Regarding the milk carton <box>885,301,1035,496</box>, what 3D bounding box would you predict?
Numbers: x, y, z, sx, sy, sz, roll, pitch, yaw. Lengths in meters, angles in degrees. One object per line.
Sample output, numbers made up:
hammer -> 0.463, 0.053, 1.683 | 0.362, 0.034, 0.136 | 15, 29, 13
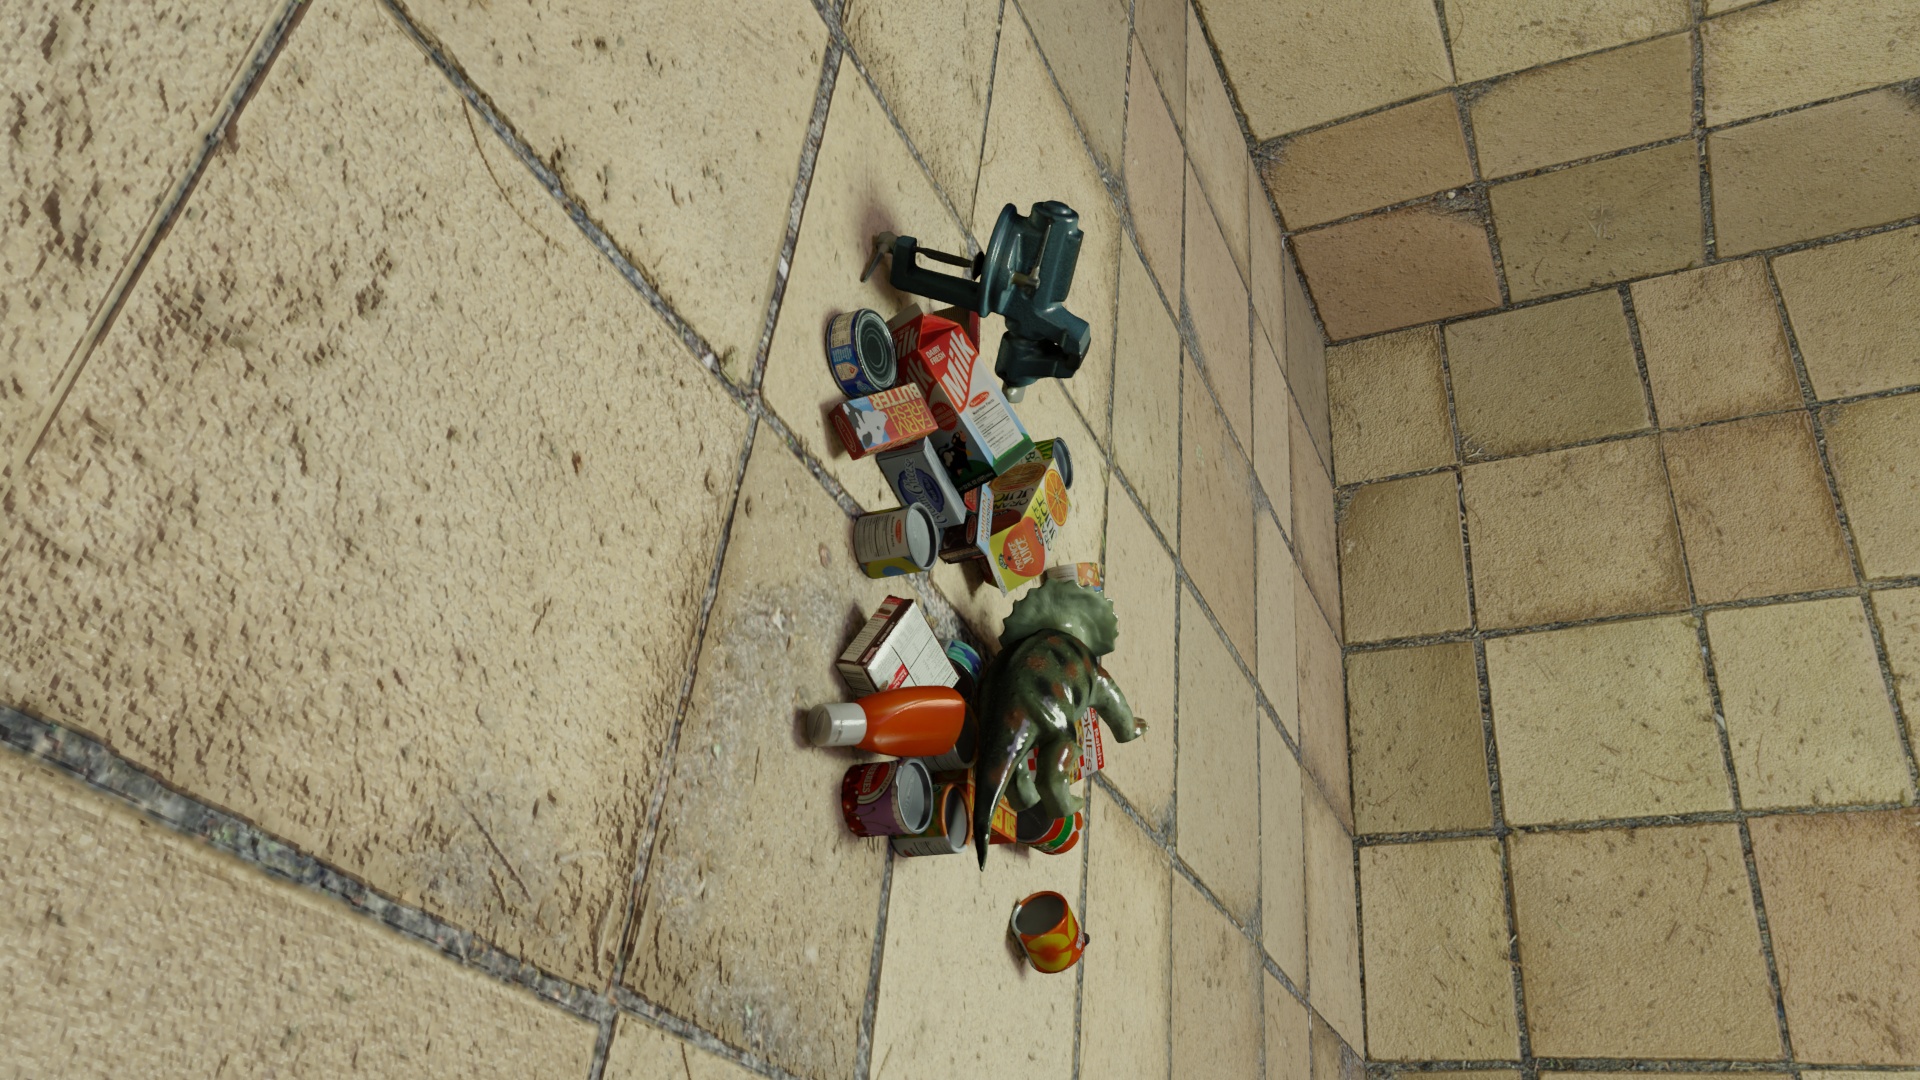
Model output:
milk carton -> -0.014, -0.149, 1.415 | 0.074, 0.072, 0.190 | -39, 100, -42

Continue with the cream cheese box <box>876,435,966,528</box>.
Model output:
cream cheese box -> -0.038, -0.055, 1.403 | 0.024, 0.053, 0.103 | -75, 146, -46

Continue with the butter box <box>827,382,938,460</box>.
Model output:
butter box -> -0.072, -0.115, 1.328 | 0.104, 0.024, 0.053 | -22, 82, -44

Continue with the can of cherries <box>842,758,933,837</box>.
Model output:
can of cherries -> -0.065, 0.226, 1.230 | 0.071, 0.058, 0.071 | 33, 53, -58

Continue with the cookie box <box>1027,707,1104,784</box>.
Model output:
cookie box -> 0.119, 0.225, 1.648 | 0.168, 0.040, 0.123 | -2, 83, -65

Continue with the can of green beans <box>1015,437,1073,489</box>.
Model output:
can of green beans -> 0.100, -0.090, 1.708 | 0.071, 0.058, 0.071 | 36, 49, -57

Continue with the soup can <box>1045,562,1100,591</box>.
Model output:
soup can -> 0.145, 0.073, 1.731 | 0.071, 0.071, 0.084 | 10, 72, -64

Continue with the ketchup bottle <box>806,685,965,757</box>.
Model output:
ketchup bottle -> -0.065, 0.160, 1.219 | 0.149, 0.043, 0.064 | 5, 110, -43

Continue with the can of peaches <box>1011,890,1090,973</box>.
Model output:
can of peaches -> 0.096, 0.418, 1.488 | 0.058, 0.071, 0.071 | 65, 28, -27

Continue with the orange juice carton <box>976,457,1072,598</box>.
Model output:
orange juice carton -> 0.063, -0.015, 1.581 | 0.071, 0.073, 0.194 | 68, 27, -24

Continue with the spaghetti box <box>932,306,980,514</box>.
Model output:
spaghetti box -> -0.008, -0.141, 1.505 | 0.028, 0.050, 0.251 | 38, 47, -54

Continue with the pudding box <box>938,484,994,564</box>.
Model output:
pudding box -> 0.005, -0.019, 1.486 | 0.030, 0.049, 0.084 | 50, 38, -46

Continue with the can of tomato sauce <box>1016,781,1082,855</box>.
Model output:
can of tomato sauce -> 0.089, 0.307, 1.523 | 0.083, 0.071, 0.071 | 40, 46, -56

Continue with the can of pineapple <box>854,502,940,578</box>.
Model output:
can of pineapple -> -0.060, 0.001, 1.327 | 0.071, 0.058, 0.071 | 35, 50, -57

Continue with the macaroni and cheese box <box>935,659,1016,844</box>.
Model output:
macaroni and cheese box -> 0.019, 0.217, 1.436 | 0.123, 0.040, 0.167 | 45, 41, -52

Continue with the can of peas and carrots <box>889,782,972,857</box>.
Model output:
can of peas and carrots -> -0.028, 0.258, 1.297 | 0.071, 0.058, 0.071 | -11, 91, -66

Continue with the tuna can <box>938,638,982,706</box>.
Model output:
tuna can -> -0.011, 0.133, 1.370 | 0.070, 0.071, 0.033 | 68, 27, -25

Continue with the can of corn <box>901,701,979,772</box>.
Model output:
can of corn -> -0.020, 0.187, 1.341 | 0.071, 0.058, 0.071 | 36, 50, -57
